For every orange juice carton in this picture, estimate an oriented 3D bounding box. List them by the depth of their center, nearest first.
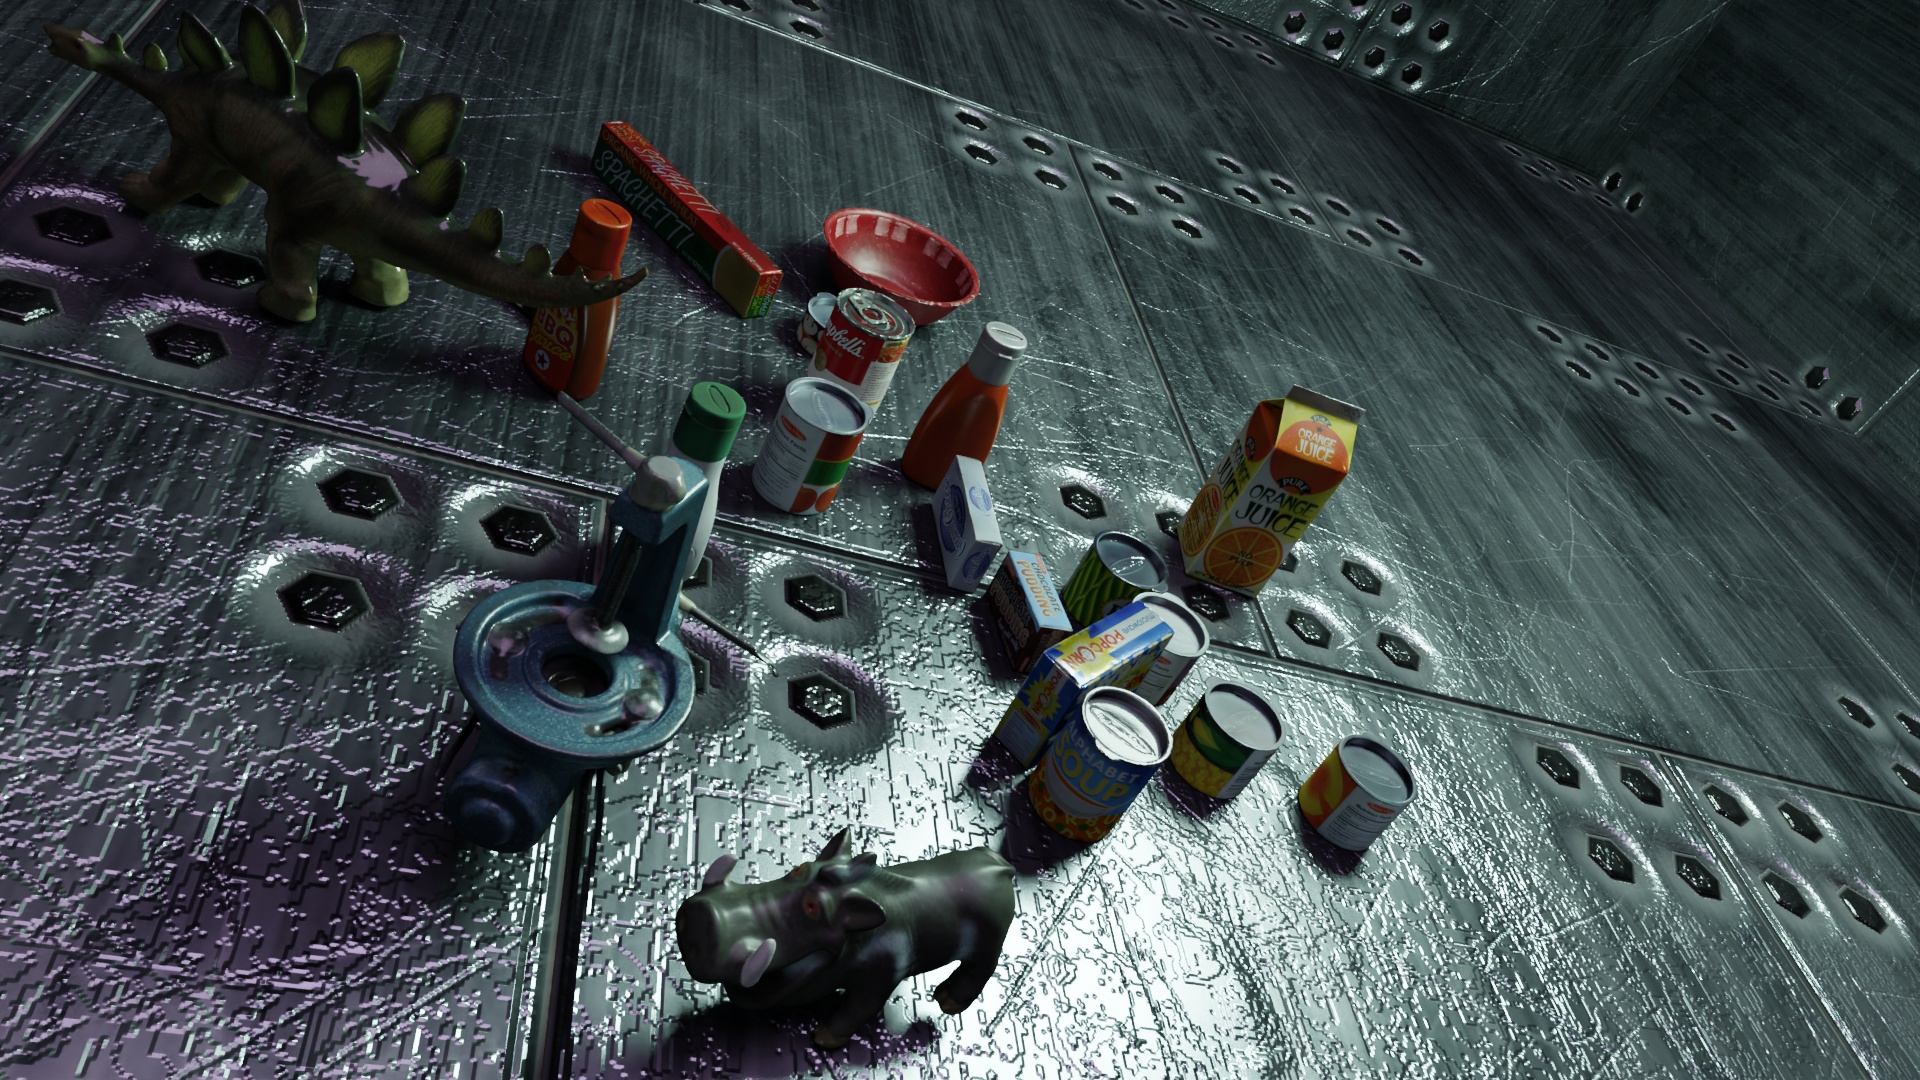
[{"bbox_3d":[0.266,-0.049,1.193,0.072,0.191,0.073,19,35,-14],"label":"orange juice carton"}]

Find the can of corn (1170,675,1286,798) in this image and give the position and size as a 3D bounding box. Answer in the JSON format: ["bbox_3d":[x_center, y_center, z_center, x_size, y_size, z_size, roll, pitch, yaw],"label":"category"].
[{"bbox_3d":[0.192,0.143,1.013,0.071,0.058,0.071,19,35,-14],"label":"can of corn"}]

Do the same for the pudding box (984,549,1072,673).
[{"bbox_3d":[0.050,0.053,1.037,0.030,0.049,0.084,9,39,-27],"label":"pudding box"}]

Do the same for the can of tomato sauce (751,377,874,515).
[{"bbox_3d":[-0.113,-0.071,1.051,0.071,0.082,0.071,19,35,-14],"label":"can of tomato sauce"}]

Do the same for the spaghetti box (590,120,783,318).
[{"bbox_3d":[-0.255,-0.296,1.270,0.250,0.050,0.029,45,37,22],"label":"spaghetti box"}]

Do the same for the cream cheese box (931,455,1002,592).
[{"bbox_3d":[0.004,-0.014,1.086,0.024,0.053,0.104,13,37,-22],"label":"cream cheese box"}]

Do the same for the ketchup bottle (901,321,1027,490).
[{"bbox_3d":[0.007,-0.107,1.124,0.065,0.148,0.044,15,37,-20],"label":"ketchup bottle"}]

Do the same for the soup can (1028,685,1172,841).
[{"bbox_3d":[0.089,0.148,0.912,0.071,0.083,0.072,19,35,-14],"label":"soup can"}]

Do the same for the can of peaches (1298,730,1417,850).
[{"bbox_3d":[0.294,0.186,1.031,0.071,0.057,0.071,19,35,-14],"label":"can of peaches"}]

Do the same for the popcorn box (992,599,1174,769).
[{"bbox_3d":[0.088,0.099,0.973,0.038,0.084,0.127,43,37,20],"label":"popcorn box"}]

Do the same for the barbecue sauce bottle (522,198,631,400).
[{"bbox_3d":[-0.277,-0.177,1.014,0.065,0.147,0.044,42,36,19],"label":"barbecue sauce bottle"}]

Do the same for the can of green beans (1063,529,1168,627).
[{"bbox_3d":[0.123,0.035,1.104,0.071,0.057,0.071,19,35,-14],"label":"can of green beans"}]

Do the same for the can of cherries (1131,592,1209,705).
[{"bbox_3d":[0.148,0.082,1.061,0.071,0.058,0.072,19,35,-14],"label":"can of cherries"}]

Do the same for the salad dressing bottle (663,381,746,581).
[{"bbox_3d":[-0.179,-0.035,0.901,0.044,0.147,0.064,-2,45,-38],"label":"salad dressing bottle"}]

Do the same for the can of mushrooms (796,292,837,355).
[{"bbox_3d":[-0.112,-0.189,1.248,0.071,0.033,0.071,19,35,-14],"label":"can of mushrooms"}]
